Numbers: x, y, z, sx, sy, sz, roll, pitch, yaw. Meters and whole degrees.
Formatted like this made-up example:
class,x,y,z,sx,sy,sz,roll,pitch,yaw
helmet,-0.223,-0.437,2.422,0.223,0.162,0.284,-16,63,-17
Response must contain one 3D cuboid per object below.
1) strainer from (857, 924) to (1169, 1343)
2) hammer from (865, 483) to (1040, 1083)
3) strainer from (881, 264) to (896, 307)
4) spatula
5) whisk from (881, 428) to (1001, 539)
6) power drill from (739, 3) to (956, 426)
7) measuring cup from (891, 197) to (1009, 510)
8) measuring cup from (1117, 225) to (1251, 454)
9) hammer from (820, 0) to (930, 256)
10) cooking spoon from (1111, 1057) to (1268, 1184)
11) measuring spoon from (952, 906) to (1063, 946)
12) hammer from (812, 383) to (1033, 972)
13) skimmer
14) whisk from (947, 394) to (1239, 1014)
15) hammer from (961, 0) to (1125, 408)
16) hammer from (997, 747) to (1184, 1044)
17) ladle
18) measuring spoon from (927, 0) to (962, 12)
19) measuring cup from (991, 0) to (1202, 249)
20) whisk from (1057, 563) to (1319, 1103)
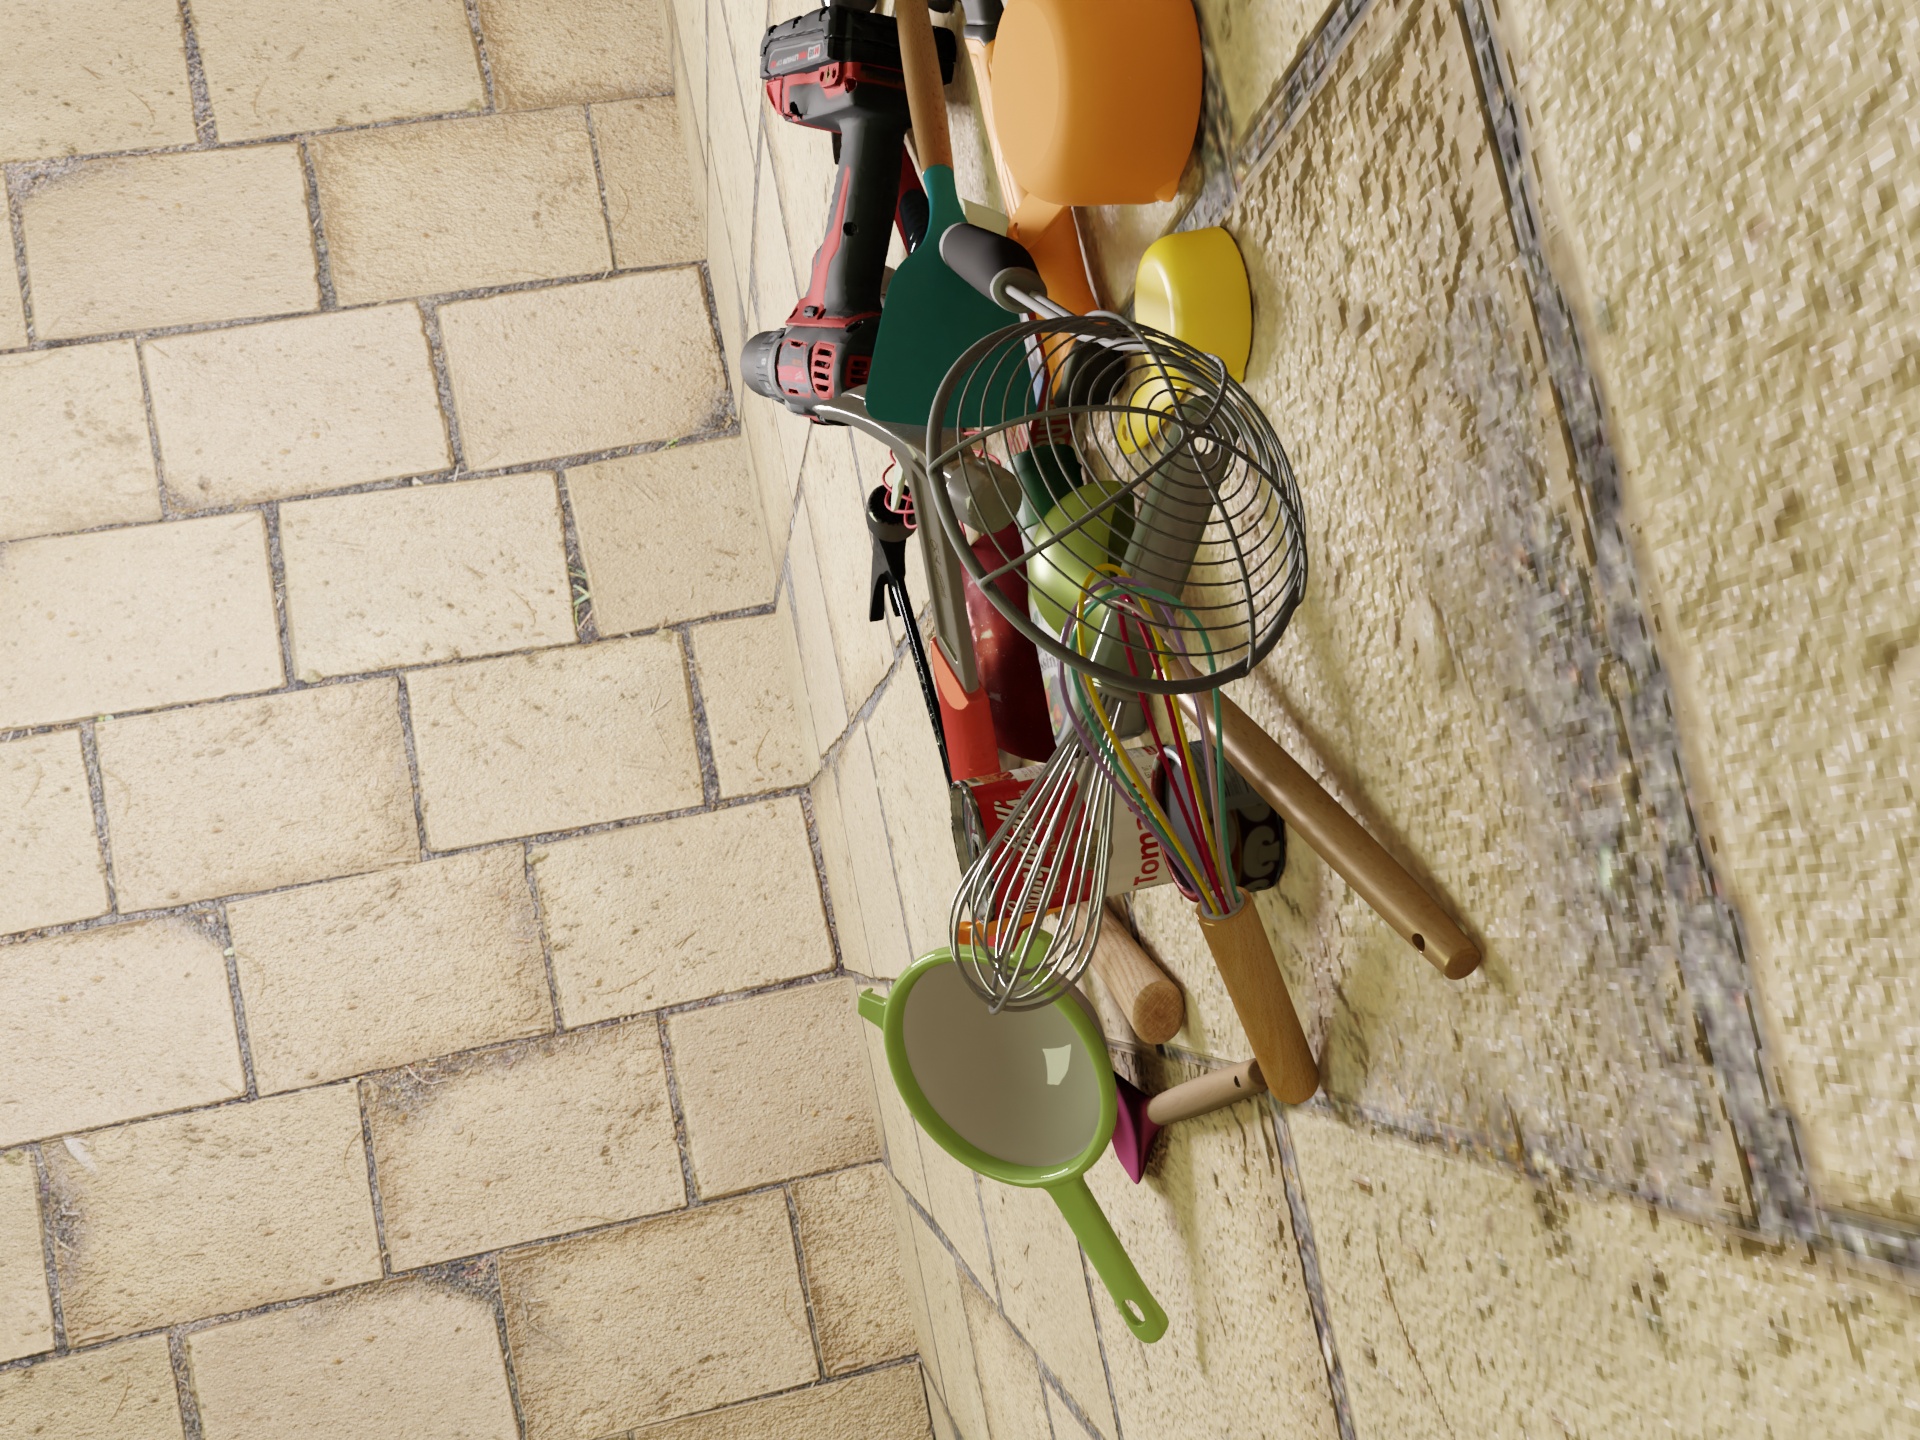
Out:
class,x,y,z,sx,sy,sz,roll,pitch,yaw
strainer,0.061,0.231,0.916,0.151,0.069,0.256,-28,94,38
hammer,-0.003,0.053,1.055,0.149,0.036,0.409,104,153,-68
strainer,-0.054,-0.282,1.088,0.259,0.050,0.086,-111,-2,-69
spatula,-0.017,-0.286,0.807,0.044,0.082,0.318,107,160,-58
whisk,-0.018,-0.171,1.003,0.296,0.073,0.073,-104,7,-69
power drill,-0.080,-0.292,0.953,0.188,0.080,0.226,25,113,58
measuring cup,-0.004,-0.191,0.853,0.083,0.038,0.167,-130,51,-70
measuring cup,0.075,-0.139,0.631,0.156,0.029,0.062,127,132,-73
hammer,-0.032,-0.316,1.017,0.143,0.038,0.387,92,164,-53
cooking spoon,0.110,0.199,0.821,0.318,0.017,0.069,109,147,-71
measuring spoon,0.034,0.103,0.885,0.117,0.021,0.011,-33,28,44
hammer,-0.001,-0.003,0.871,0.149,0.036,0.358,39,148,46
skimmer,0.024,-0.122,0.590,0.364,0.127,0.090,-116,45,-63
whisk,0.054,-0.004,0.597,0.059,0.058,0.246,-113,42,-85
hammer,0.017,-0.300,0.755,0.127,0.034,0.337,132,126,-68
hammer,0.061,0.097,0.945,0.331,0.031,0.130,-130,30,-69
ladle,0.105,-0.007,0.609,0.320,0.062,0.078,-126,32,-52
measuring spoon,-0.005,-0.391,0.847,0.124,0.018,0.034,-119,21,-58
measuring cup,0.032,-0.229,0.632,0.173,0.052,0.095,150,109,-66
whisk,0.091,0.048,0.578,0.047,0.051,0.244,-93,-19,-60
